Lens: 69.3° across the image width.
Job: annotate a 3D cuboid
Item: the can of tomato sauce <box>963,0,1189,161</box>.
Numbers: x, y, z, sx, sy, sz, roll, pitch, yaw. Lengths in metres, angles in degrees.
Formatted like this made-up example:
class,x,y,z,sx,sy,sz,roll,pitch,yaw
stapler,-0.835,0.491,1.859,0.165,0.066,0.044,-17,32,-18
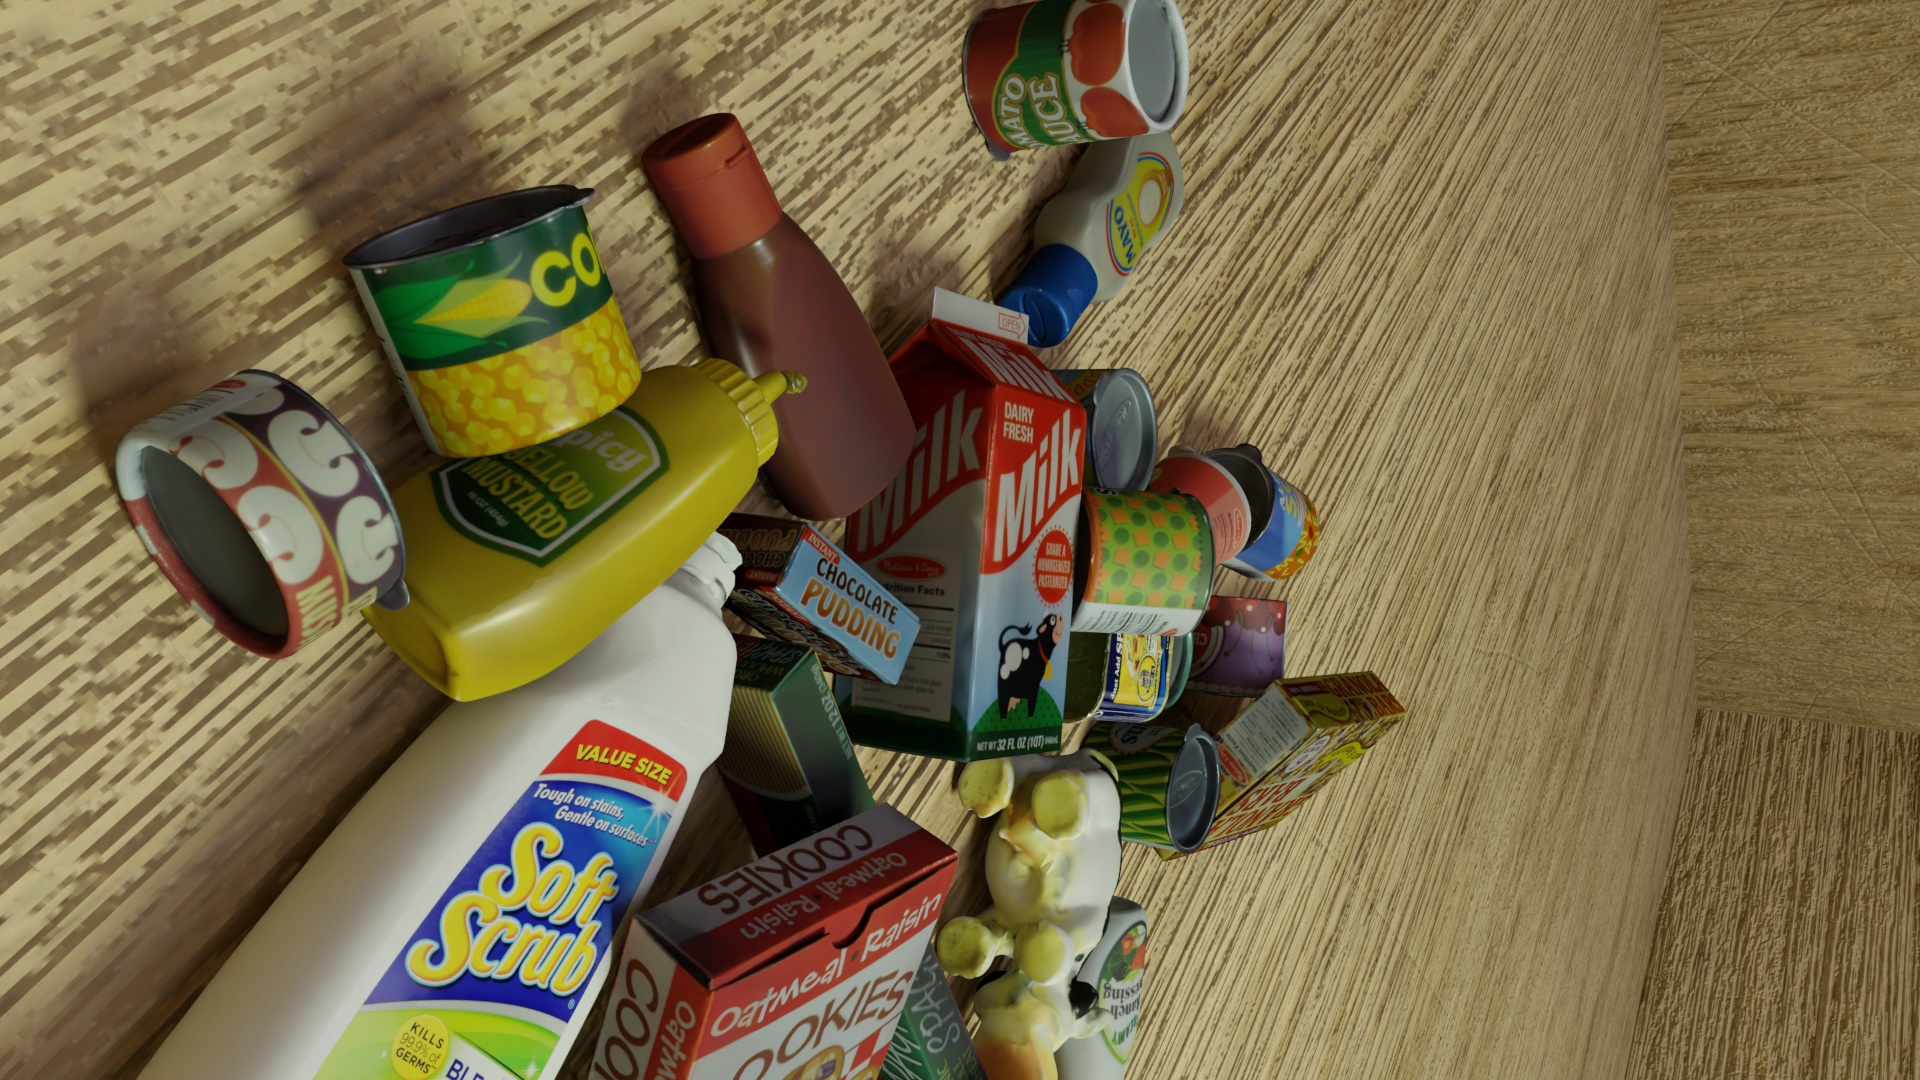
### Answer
class,x,y,z,sx,sy,sz,roll,pitch,yaw
can of tomato sauce,0.053,-0.214,0.636,0.071,0.083,0.071,-7,98,-55

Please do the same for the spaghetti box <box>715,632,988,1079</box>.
class,x,y,z,sx,sy,sz,roll,pitch,yaw
spaghetti box,-0.044,0.146,0.557,0.029,0.050,0.249,-46,129,-41

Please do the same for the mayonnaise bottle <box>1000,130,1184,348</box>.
class,x,y,z,sx,sy,sz,roll,pitch,yaw
mayonnaise bottle,0.068,-0.154,0.699,0.149,0.041,0.064,-56,137,-37

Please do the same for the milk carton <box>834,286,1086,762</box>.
class,x,y,z,sx,sy,sz,roll,pitch,yaw
milk carton,0.002,-0.007,0.589,0.072,0.073,0.190,6,88,-54

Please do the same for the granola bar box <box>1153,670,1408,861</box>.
class,x,y,z,sx,sy,sz,roll,pitch,yaw
granola bar box,0.191,0.134,0.843,0.123,0.039,0.166,-47,153,23

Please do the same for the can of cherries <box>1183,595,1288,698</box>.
class,x,y,z,sx,sy,sz,roll,pitch,yaw
can of cherries,0.160,0.062,0.832,0.071,0.071,0.058,6,88,-55

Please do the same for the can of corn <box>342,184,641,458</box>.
class,x,y,z,sx,sy,sz,roll,pitch,yaw
can of corn,-0.129,-0.064,0.397,0.071,0.071,0.058,-44,128,-44

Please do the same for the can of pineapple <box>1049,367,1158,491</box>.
class,x,y,z,sx,sy,sz,roll,pitch,yaw
can of pineapple,0.056,-0.053,0.676,0.071,0.058,0.071,-7,99,-55

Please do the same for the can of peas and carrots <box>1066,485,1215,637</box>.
class,x,y,z,sx,sy,sz,roll,pitch,yaw
can of peas and carrots,0.073,0.007,0.625,0.059,0.071,0.071,4,90,-18

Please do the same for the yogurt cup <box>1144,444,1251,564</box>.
class,x,y,z,sx,sy,sz,roll,pitch,yaw
yogurt cup,0.118,-0.008,0.768,0.054,0.072,0.072,-33,120,-40

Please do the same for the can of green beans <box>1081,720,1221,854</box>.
class,x,y,z,sx,sy,sz,roll,pitch,yaw
can of green beans,0.103,0.134,0.761,0.071,0.058,0.071,-8,100,-55

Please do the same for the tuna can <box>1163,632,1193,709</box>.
class,x,y,z,sx,sy,sz,roll,pitch,yaw
tuna can,0.102,0.063,0.776,0.071,0.033,0.071,-7,98,-55

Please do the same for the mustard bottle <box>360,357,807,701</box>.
class,x,y,z,sx,sy,sz,roll,pitch,yaw
mustard bottle,-0.104,-0.018,0.427,0.161,0.065,0.048,-41,158,-37

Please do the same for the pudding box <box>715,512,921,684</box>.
class,x,y,z,sx,sy,sz,roll,pitch,yaw
pudding box,-0.058,0.022,0.527,0.083,0.049,0.030,46,58,-47

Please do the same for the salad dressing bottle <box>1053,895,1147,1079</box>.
class,x,y,z,sx,sy,sz,roll,pitch,yaw
salad dressing bottle,0.070,0.266,0.738,0.064,0.044,0.147,7,88,-56

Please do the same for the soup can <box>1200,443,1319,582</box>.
class,x,y,z,sx,sy,sz,roll,pitch,yaw
soup can,0.175,-0.016,0.843,0.084,0.071,0.071,21,76,-55

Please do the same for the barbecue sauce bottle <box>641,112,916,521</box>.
class,x,y,z,sx,sy,sz,roll,pitch,yaw
barbecue sauce bottle,-0.066,-0.081,0.510,0.065,0.043,0.148,-52,132,-35

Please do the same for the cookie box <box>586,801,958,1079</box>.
class,x,y,z,sx,sy,sz,roll,pitch,yaw
cookie box,-0.072,0.183,0.475,0.123,0.040,0.166,-13,127,-54

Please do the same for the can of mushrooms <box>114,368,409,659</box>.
class,x,y,z,sx,sy,sz,roll,pitch,yaw
can of mushrooms,-0.171,-0.004,0.344,0.034,0.071,0.070,-44,128,-43
